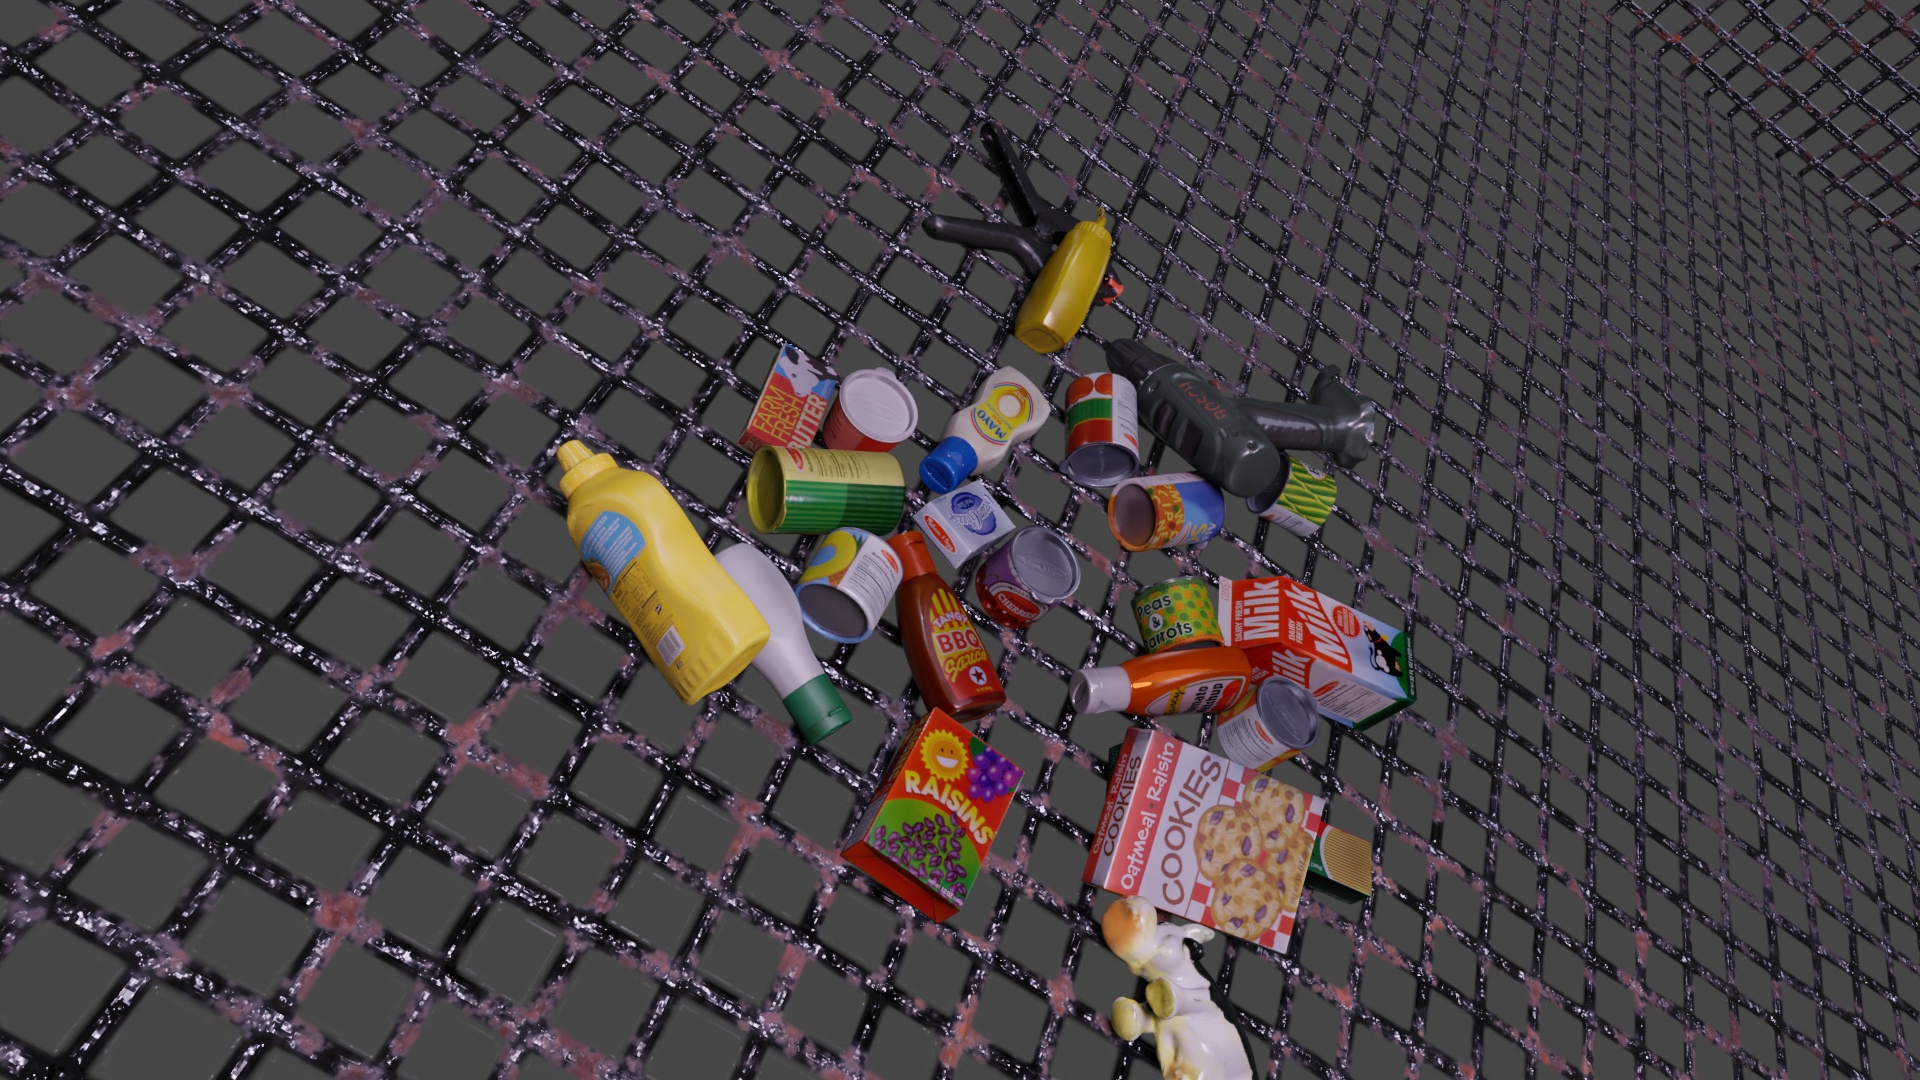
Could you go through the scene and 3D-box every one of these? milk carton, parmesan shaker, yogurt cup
[{"bbox_3d":[0.306,0.095,1.230,0.190,0.073,0.073,23,51,-19],"label":"milk carton"},{"bbox_3d":[-0.101,-0.034,1.051,0.103,0.071,0.071,2,60,-33],"label":"parmesan shaker"},{"bbox_3d":[-0.076,-0.095,1.116,0.072,0.053,0.073,17,53,-24],"label":"yogurt cup"}]

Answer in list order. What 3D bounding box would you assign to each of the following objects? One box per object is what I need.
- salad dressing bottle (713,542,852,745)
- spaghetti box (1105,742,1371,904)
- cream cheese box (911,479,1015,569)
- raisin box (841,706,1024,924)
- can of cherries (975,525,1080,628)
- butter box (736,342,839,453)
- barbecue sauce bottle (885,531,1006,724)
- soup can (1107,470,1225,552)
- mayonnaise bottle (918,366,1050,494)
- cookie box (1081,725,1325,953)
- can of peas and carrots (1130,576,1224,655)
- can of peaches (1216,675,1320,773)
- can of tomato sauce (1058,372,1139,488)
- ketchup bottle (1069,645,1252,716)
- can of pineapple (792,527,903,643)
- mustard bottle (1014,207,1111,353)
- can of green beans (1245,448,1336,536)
[{"bbox_3d":[-0.130,0.074,0.978,0.064,0.043,0.148,-27,79,-40],"label":"salad dressing bottle"},{"bbox_3d":[0.228,0.229,1.121,0.250,0.028,0.050,25,51,-18],"label":"spaghetti box"},{"bbox_3d":[0.004,-0.014,1.112,0.053,0.024,0.104,51,25,5],"label":"cream cheese box"},{"bbox_3d":[-0.017,0.192,0.978,0.086,0.040,0.124,36,49,-7],"label":"raisin box"},{"bbox_3d":[0.053,0.032,1.115,0.071,0.058,0.072,18,53,-25],"label":"can of cherries"},{"bbox_3d":[-0.136,-0.105,1.103,0.053,0.024,0.104,28,49,-15],"label":"butter box"},{"bbox_3d":[-0.020,0.065,1.055,0.065,0.043,0.149,-3,63,-45],"label":"barbecue sauce bottle"},{"bbox_3d":[0.183,-0.023,1.233,0.084,0.071,0.071,-8,66,-36],"label":"soup can"},{"bbox_3d":[0.018,-0.091,1.184,0.065,0.041,0.149,46,46,-2],"label":"mayonnaise bottle"},{"bbox_3d":[0.186,0.228,1.058,0.167,0.040,0.123,24,76,-19],"label":"cookie box"},{"bbox_3d":[0.181,0.070,1.169,0.071,0.070,0.059,2,61,-33],"label":"can of peas and carrots"},{"bbox_3d":[0.260,0.155,1.171,0.071,0.057,0.071,17,52,-24],"label":"can of peaches"},{"bbox_3d":[0.124,-0.099,1.244,0.071,0.071,0.083,20,52,-22],"label":"can of tomato sauce"},{"bbox_3d":[0.161,0.117,1.131,0.149,0.064,0.044,-2,48,-24],"label":"ketchup bottle"},{"bbox_3d":[-0.084,0.034,1.021,0.071,0.070,0.058,36,48,-9],"label":"can of pineapple"},{"bbox_3d":[0.107,-0.250,1.305,0.049,0.065,0.161,36,69,-23],"label":"mustard bottle"},{"bbox_3d":[0.318,-0.045,1.334,0.058,0.071,0.071,25,50,-19],"label":"can of green beans"}]
